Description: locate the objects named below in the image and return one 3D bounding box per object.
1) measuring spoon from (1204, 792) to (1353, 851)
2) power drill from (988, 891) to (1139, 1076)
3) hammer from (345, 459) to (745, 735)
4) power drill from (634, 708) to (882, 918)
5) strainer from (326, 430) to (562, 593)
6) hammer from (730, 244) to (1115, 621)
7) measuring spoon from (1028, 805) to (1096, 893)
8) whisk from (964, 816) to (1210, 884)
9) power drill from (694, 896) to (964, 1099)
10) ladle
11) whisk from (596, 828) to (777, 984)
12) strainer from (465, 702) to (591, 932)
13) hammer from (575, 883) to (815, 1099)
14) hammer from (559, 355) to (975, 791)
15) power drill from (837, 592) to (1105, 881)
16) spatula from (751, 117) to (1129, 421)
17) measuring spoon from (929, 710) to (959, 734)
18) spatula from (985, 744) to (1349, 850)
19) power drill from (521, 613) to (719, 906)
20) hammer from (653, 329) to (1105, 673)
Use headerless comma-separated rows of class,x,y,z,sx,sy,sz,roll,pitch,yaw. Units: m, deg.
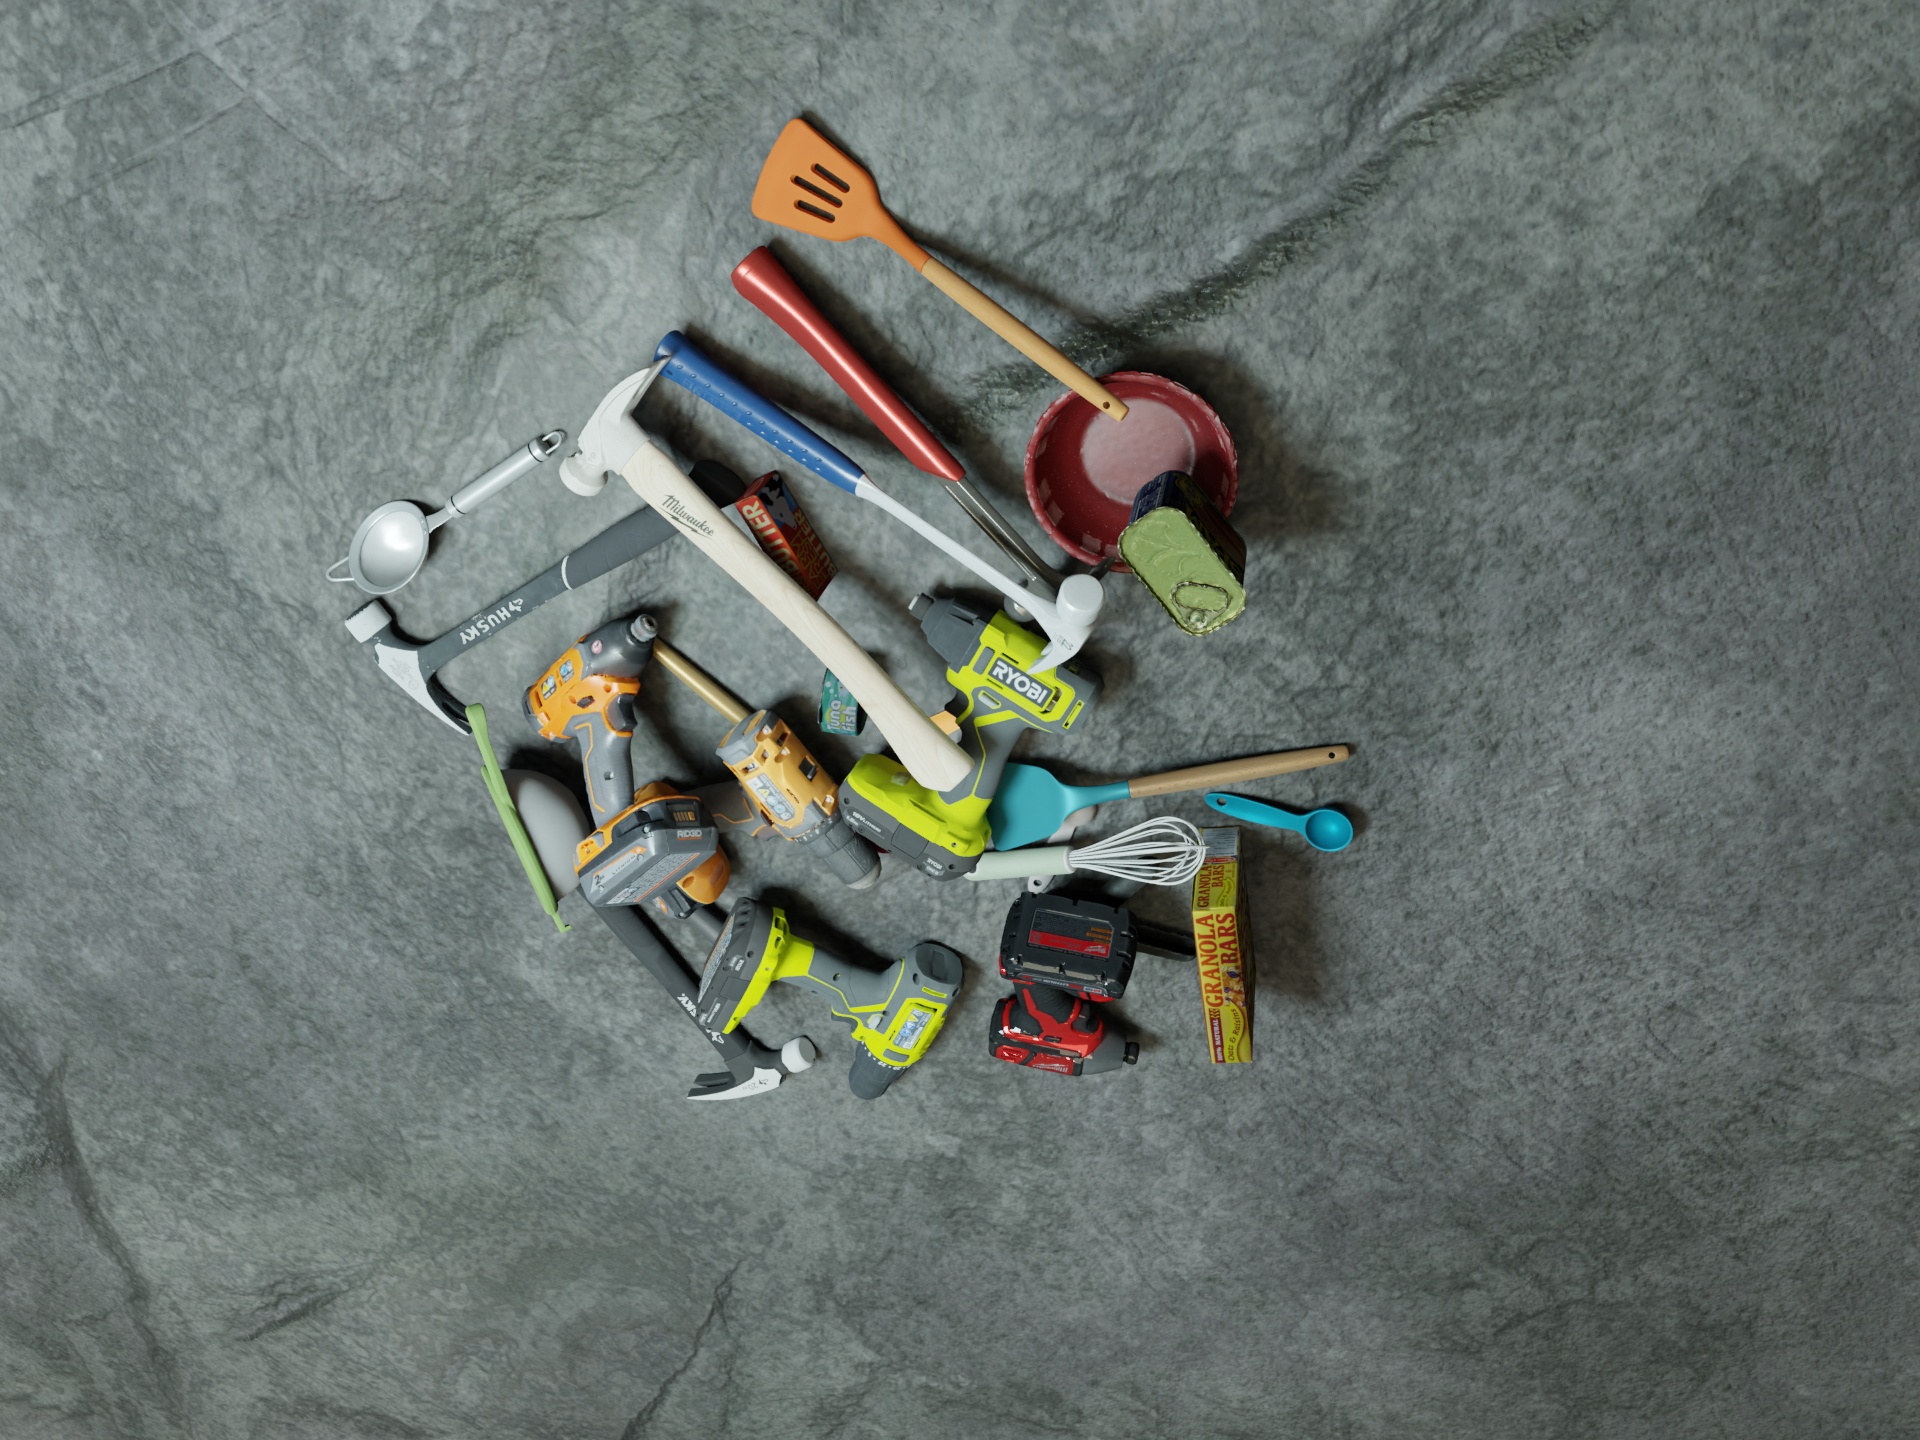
measuring spoon,0.274,0.079,1.368,0.128,0.021,0.042,15,123,15
power drill,0.100,0.253,1.448,0.143,0.079,0.219,10,142,7
hammer,-0.352,-0.116,1.388,0.409,0.036,0.149,-25,113,25
power drill,-0.194,0.105,1.440,0.226,0.084,0.185,-27,111,33
strainer,-0.438,-0.178,1.368,0.258,0.050,0.087,-28,67,21
hammer,-0.035,-0.220,1.215,0.359,0.037,0.149,46,159,-8
measuring spoon,0.087,0.115,1.428,0.034,0.018,0.124,23,123,-1
whisk,0.104,0.120,1.393,0.246,0.059,0.058,-8,82,33
power drill,-0.132,0.272,1.525,0.228,0.080,0.190,21,122,-14
ladle,-0.167,0.020,1.430,0.315,0.031,0.069,40,120,-9
whisk,-0.265,0.181,1.538,0.055,0.055,0.238,-36,111,28
strainer,-0.382,0.064,1.428,0.069,0.152,0.256,-24,143,-18
hammer,-0.299,0.250,1.591,0.146,0.035,0.334,-28,110,25
hammer,-0.137,-0.104,1.269,0.410,0.038,0.146,45,129,-5
power drill,-0.005,0.010,1.345,0.171,0.080,0.223,32,116,1
spatula,-0.010,-0.316,1.160,0.323,0.041,0.081,39,122,8
measuring spoon,-0.002,-0.004,1.386,0.117,0.011,0.021,-26,104,29
spatula,0.171,0.051,1.362,0.317,0.044,0.082,-10,92,11
power drill,-0.288,0.027,1.365,0.164,0.084,0.227,-37,66,33
hammer,-0.069,-0.173,1.233,0.405,0.035,0.144,35,160,8
